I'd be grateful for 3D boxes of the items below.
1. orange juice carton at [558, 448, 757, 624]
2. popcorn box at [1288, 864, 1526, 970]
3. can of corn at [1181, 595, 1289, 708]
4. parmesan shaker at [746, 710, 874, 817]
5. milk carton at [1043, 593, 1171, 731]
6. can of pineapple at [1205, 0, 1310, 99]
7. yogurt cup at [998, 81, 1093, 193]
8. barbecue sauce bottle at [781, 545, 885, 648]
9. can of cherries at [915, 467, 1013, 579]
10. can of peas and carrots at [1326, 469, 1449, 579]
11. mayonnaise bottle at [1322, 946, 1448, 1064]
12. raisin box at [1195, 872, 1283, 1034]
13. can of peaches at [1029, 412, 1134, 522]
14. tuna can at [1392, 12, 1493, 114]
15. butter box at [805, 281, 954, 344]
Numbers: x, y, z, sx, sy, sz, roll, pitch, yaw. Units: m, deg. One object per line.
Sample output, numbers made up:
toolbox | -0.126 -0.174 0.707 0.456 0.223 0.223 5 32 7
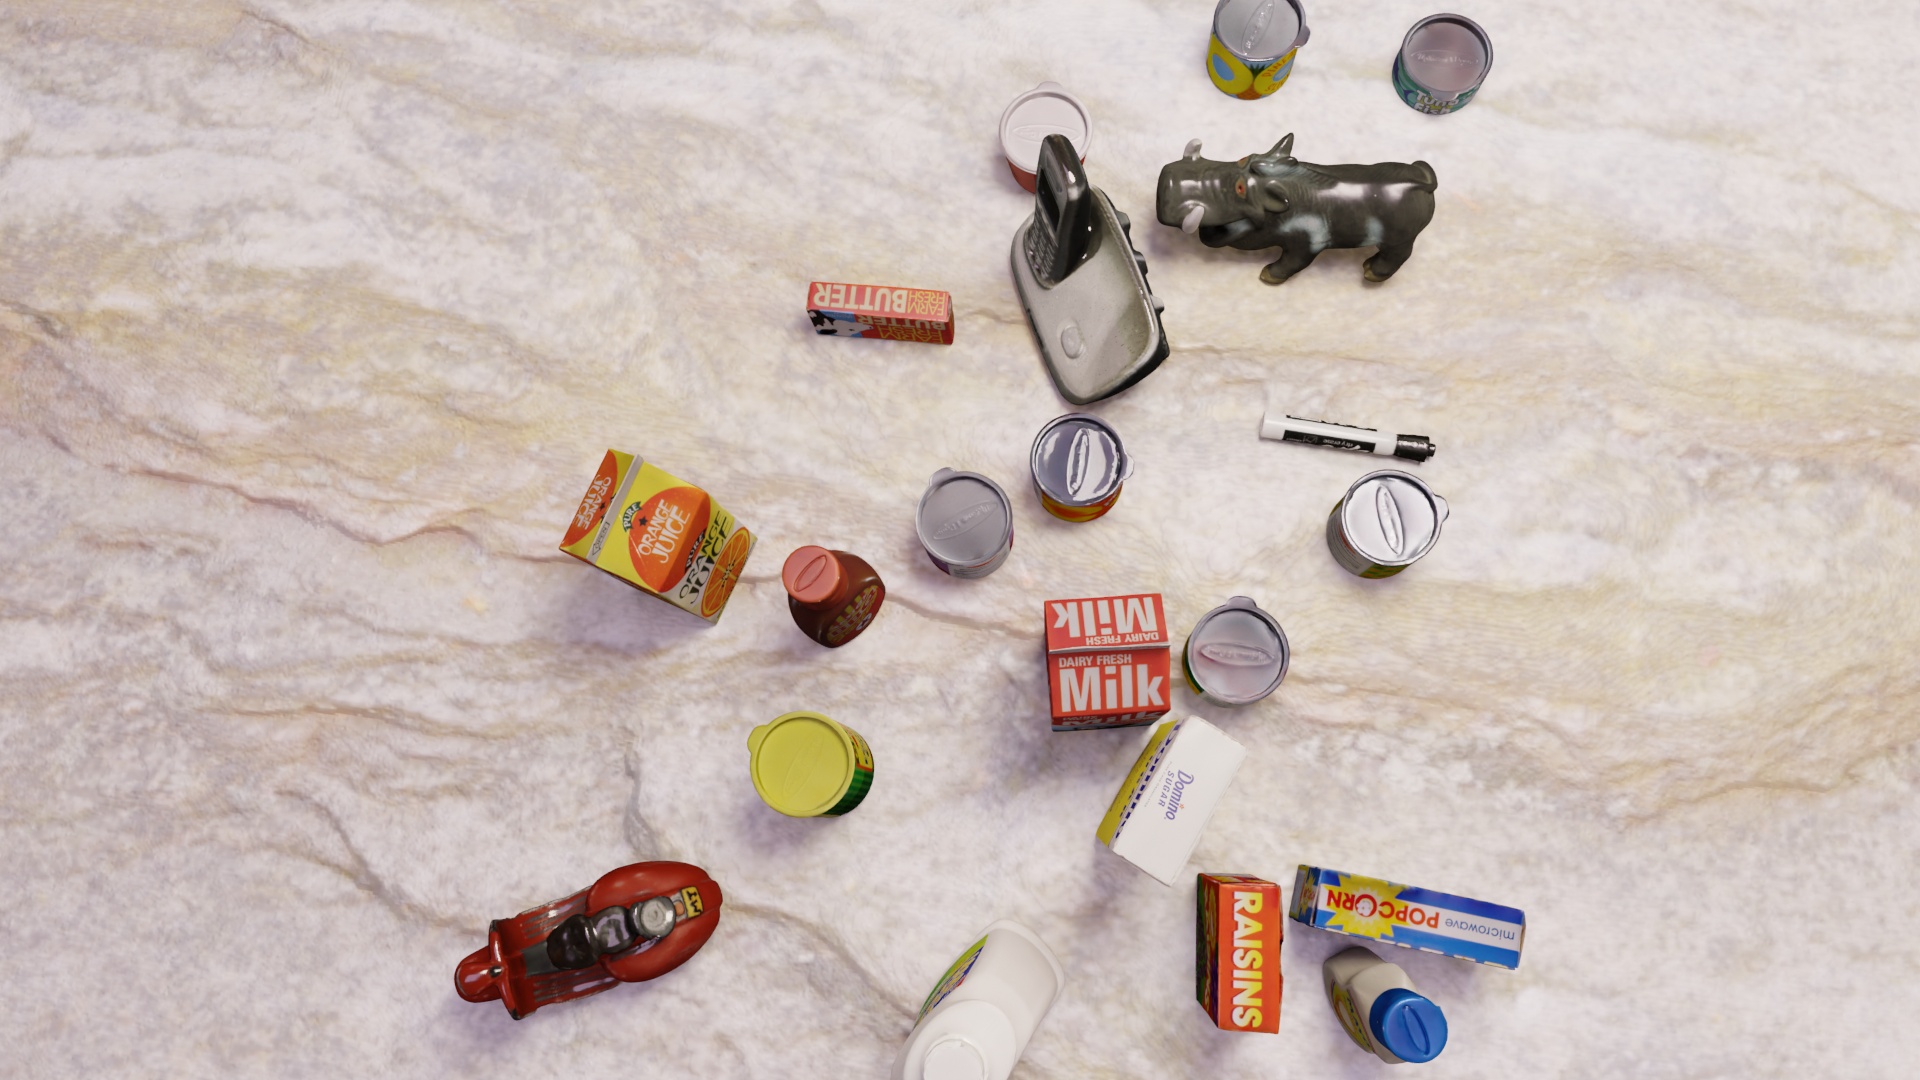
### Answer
orange juice carton | -0.198 -0.003 0.910 0.073 0.192 0.072 23 81 8
popcorn box | 0.281 0.238 0.882 0.127 0.085 0.038 11 80 6
can of corn | 0.184 0.076 0.936 0.071 0.058 0.071 -1 79 4
parmesan shaker | -0.098 0.148 0.917 0.071 0.103 0.071 -1 79 4
milk carton | 0.090 0.078 0.874 0.072 0.190 0.073 -4 79 3
can of pineapple | 0.218 -0.368 1.026 0.071 0.057 0.071 -1 79 4
yogurt cup | 0.063 -0.290 1.022 0.072 0.054 0.072 -1 78 4
barbecue sauce bottle | -0.087 0.034 0.917 0.044 0.148 0.065 41 84 10
can of cherries | 0.003 -0.012 0.966 0.071 0.058 0.071 -1 79 4
can of peas and carrots | 0.289 -0.011 0.946 0.071 0.058 0.071 -1 79 4
mayonnaise bottle | 0.257 0.285 0.841 0.041 0.148 0.065 -22 78 0
raisin box | 0.172 0.254 0.866 0.040 0.123 0.086 2 79 5
can of peaches | 0.084 -0.049 0.969 0.071 0.058 0.071 -1 79 4
tuna can | 0.355 -0.349 1.025 0.071 0.032 0.071 -1 78 4
butter box | -0.056 -0.164 1.005 0.103 0.053 0.024 5 79 5
